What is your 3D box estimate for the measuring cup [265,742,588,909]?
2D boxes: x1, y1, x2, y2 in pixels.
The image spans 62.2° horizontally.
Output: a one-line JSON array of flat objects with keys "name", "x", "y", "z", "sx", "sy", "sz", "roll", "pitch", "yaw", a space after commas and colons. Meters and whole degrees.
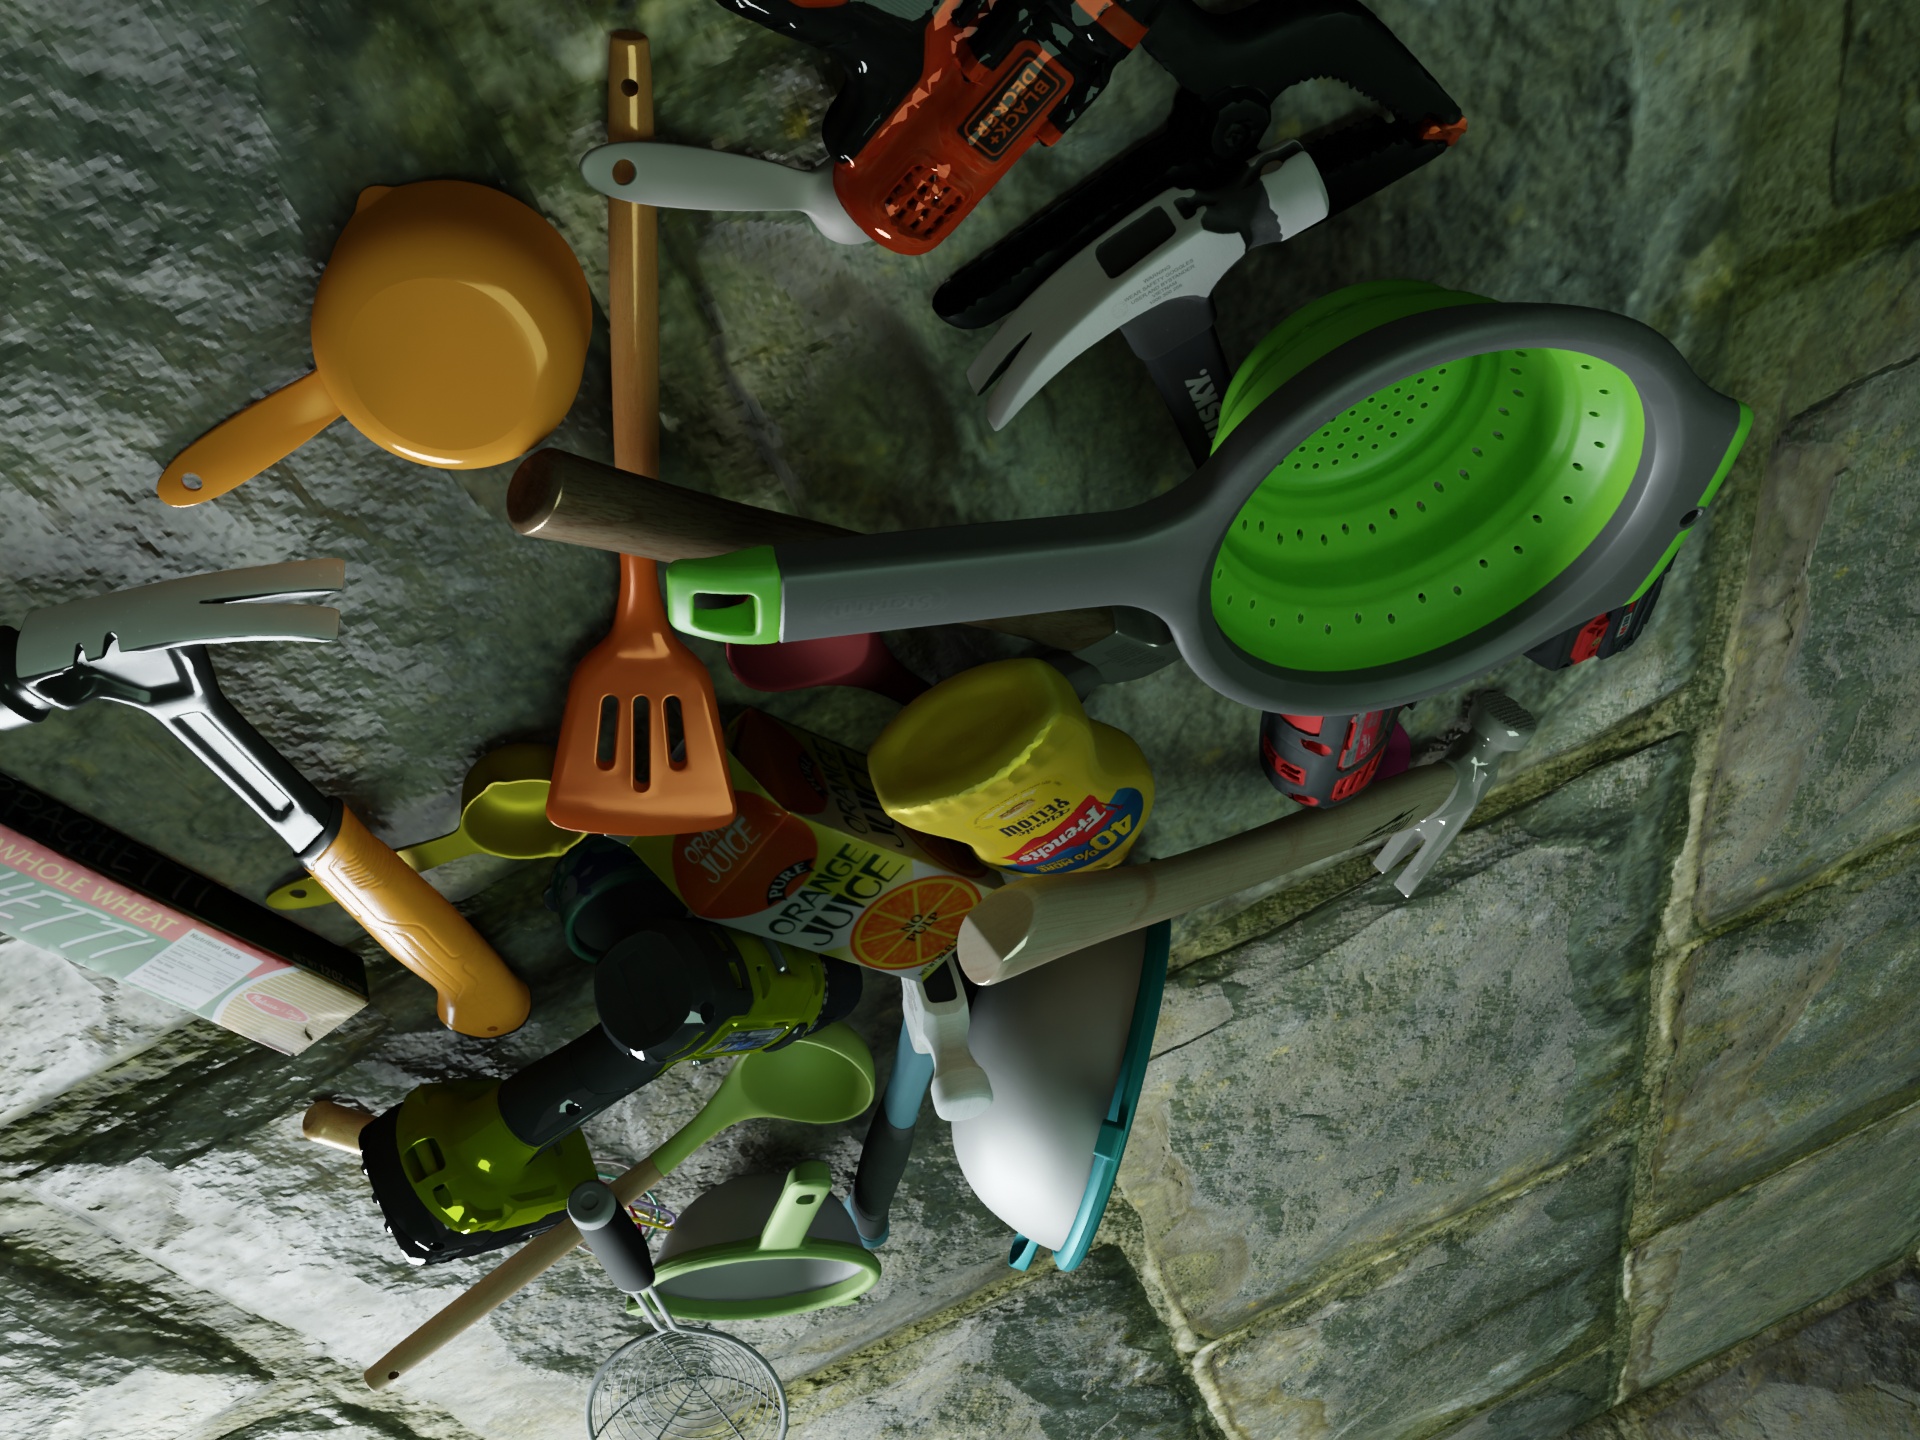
[{"name": "measuring cup", "x": -0.238, "y": 0.049, "z": 0.707, "sx": 0.156, "sy": 0.029, "sz": 0.062, "roll": -18, "pitch": 142, "yaw": 7}]

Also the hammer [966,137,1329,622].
[{"name": "hammer", "x": 0.122, "y": -0.099, "z": 0.711, "sx": 0.146, "sy": 0.035, "sz": 0.334, "roll": -29, "pitch": 145, "yaw": 9}]

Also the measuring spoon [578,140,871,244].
[{"name": "measuring spoon", "x": -0.070, "y": -0.181, "z": 0.543, "sx": 0.124, "sy": 0.018, "sz": 0.034, "roll": -8, "pitch": 124, "yaw": -38}]

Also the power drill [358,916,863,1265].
[{"name": "power drill", "x": -0.165, "y": 0.176, "z": 0.801, "sx": 0.228, "sy": 0.080, "sz": 0.190, "roll": -36, "pitch": 160, "yaw": 14}]

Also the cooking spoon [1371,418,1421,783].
[{"name": "cooking spoon", "x": 0.228, "y": -0.037, "z": 0.865, "sx": 0.069, "sy": 0.017, "sz": 0.318, "roll": -23, "pitch": 139, "yaw": -16}]

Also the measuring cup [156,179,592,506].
[{"name": "measuring cup", "x": -0.204, "y": -0.107, "z": 0.531, "sx": 0.173, "sy": 0.052, "sz": 0.095, "roll": -29, "pitch": 125, "yaw": 9}]

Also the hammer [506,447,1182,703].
[{"name": "hammer", "x": -0.022, "y": -0.057, "z": 0.637, "sx": 0.331, "sy": 0.031, "sz": 0.130, "roll": 10, "pitch": 152, "yaw": -43}]

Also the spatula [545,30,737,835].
[{"name": "spatula", "x": -0.122, "y": -0.088, "z": 0.601, "sx": 0.081, "sy": 0.041, "sz": 0.322, "roll": 1, "pitch": 129, "yaw": -9}]

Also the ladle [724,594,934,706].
[{"name": "ladle", "x": -0.001, "y": -0.002, "z": 0.773, "sx": 0.069, "sy": 0.031, "sz": 0.315, "roll": -51, "pitch": 137, "yaw": 9}]

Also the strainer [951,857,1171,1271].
[{"name": "strainer", "x": 0.036, "y": 0.237, "z": 0.949, "sx": 0.095, "sy": 0.211, "sz": 0.340, "roll": 17, "pitch": 136, "yaw": 2}]

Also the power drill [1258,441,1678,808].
[{"name": "power drill", "x": 0.243, "y": -0.055, "z": 0.772, "sx": 0.219, "sy": 0.079, "sz": 0.143, "roll": -27, "pitch": 143, "yaw": -20}]

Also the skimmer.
[{"name": "skimmer", "x": -0.174, "y": 0.360, "z": 0.896, "sx": 0.127, "sy": 0.090, "sz": 0.363, "roll": -3, "pitch": 145, "yaw": -2}]

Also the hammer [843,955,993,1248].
[{"name": "hammer", "x": -0.038, "y": 0.236, "z": 0.939, "sx": 0.033, "sy": 0.128, "sz": 0.330, "roll": -5, "pitch": 143, "yaw": -16}]

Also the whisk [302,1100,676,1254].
[{"name": "whisk", "x": -0.257, "y": 0.255, "z": 0.888, "sx": 0.051, "sy": 0.047, "sz": 0.244, "roll": -50, "pitch": 131, "yaw": 6}]

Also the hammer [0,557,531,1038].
[{"name": "hammer", "x": -0.244, "y": 0.055, "z": 0.654, "sx": 0.127, "sy": 0.034, "sz": 0.336, "roll": -12, "pitch": 147, "yaw": 2}]

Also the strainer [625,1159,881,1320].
[{"name": "strainer", "x": -0.113, "y": 0.292, "z": 0.952, "sx": 0.151, "sy": 0.069, "sz": 0.256, "roll": 3, "pitch": 144, "yaw": -16}]

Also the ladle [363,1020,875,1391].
[{"name": "ladle", "x": -0.186, "y": 0.270, "z": 0.877, "sx": 0.320, "sy": 0.062, "sz": 0.078, "roll": -36, "pitch": 124, "yaw": -11}]

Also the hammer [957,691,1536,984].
[{"name": "hammer", "x": 0.157, "y": 0.078, "z": 0.851, "sx": 0.410, "sy": 0.038, "sz": 0.146, "roll": -12, "pitch": 139, "yaw": -40}]

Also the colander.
[{"name": "colander", "x": 0.086, "y": -0.090, "z": 0.594, "sx": 0.397, "sy": 0.095, "sz": 0.204, "roll": -7, "pitch": 143, "yaw": -14}]
